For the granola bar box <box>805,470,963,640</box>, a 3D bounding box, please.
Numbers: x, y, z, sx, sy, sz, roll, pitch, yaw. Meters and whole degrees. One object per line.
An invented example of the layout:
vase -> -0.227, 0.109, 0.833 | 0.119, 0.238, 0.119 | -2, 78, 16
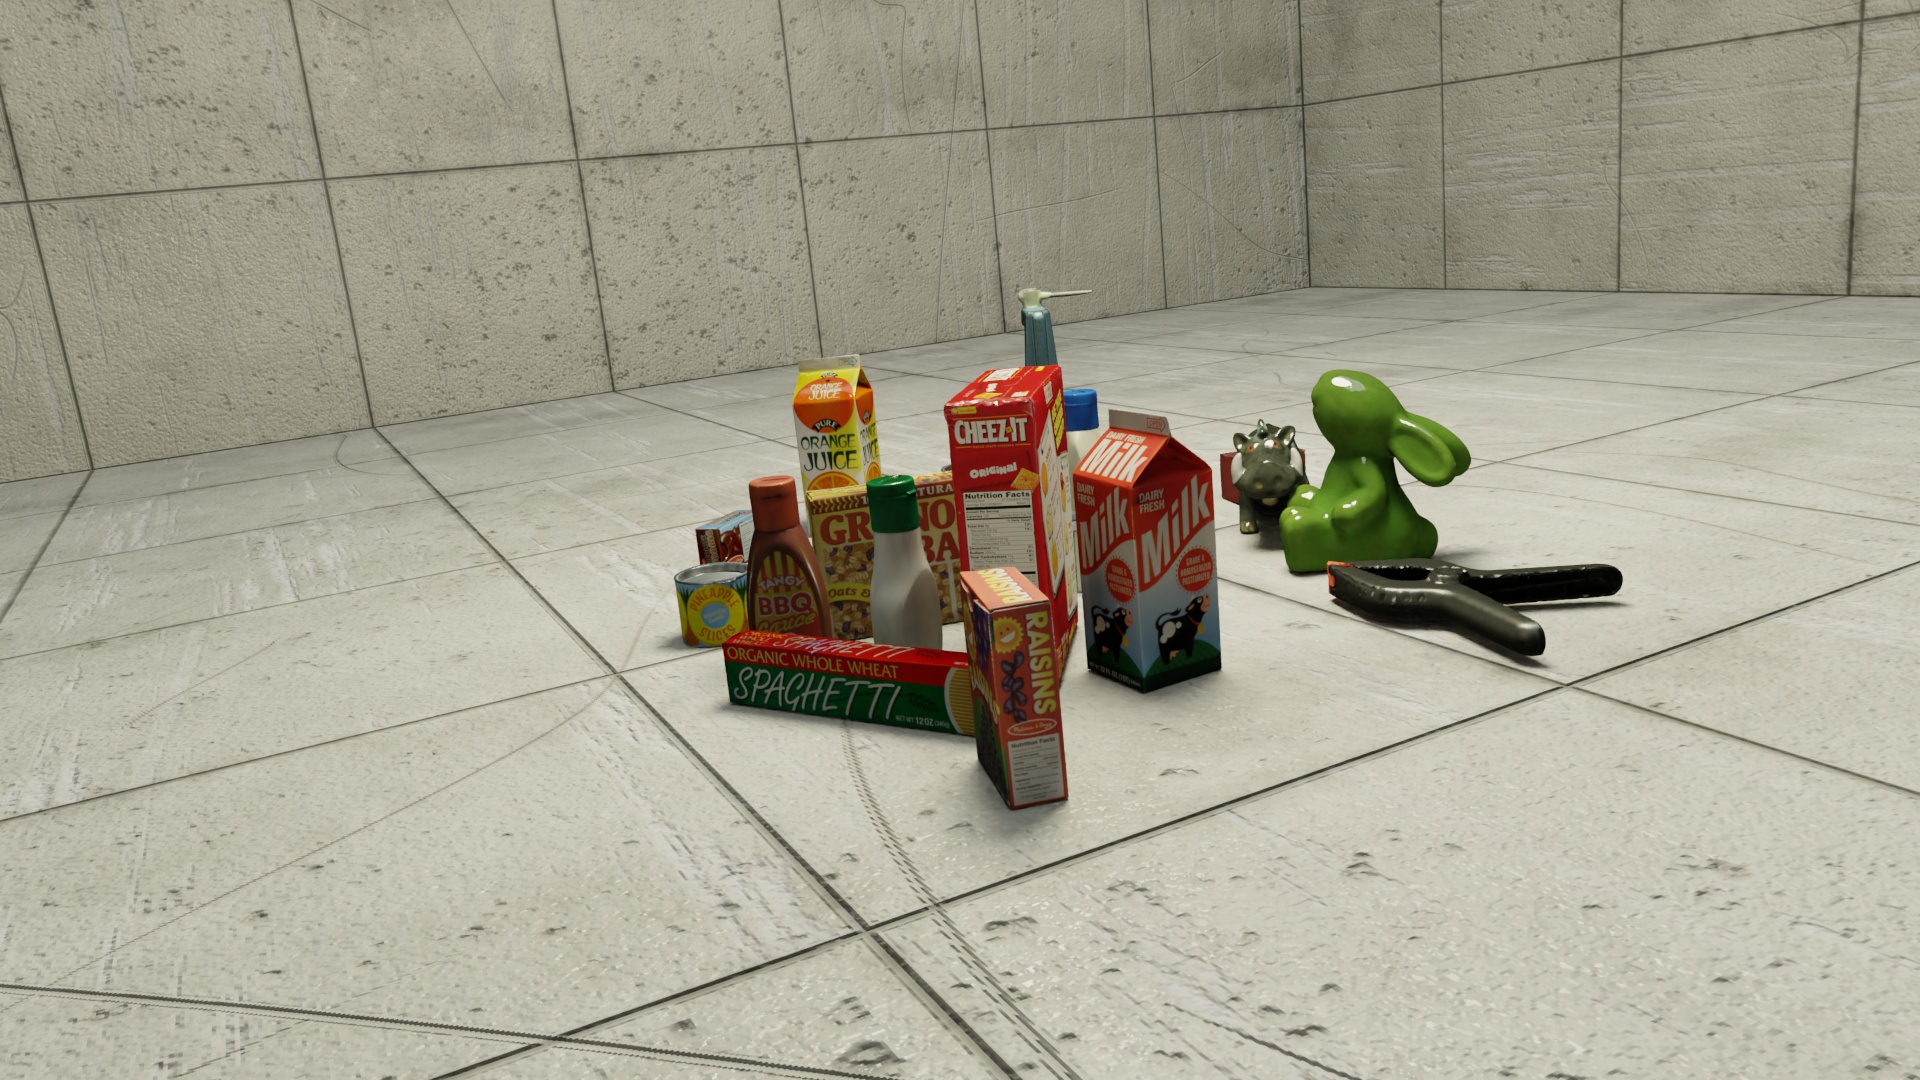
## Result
granola bar box -> -0.040, 0.010, 1.162 | 0.166, 0.124, 0.039 | -9, 14, -13

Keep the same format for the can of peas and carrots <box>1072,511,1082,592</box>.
can of peas and carrots -> 0.109, 0.009, 1.241 | 0.071, 0.058, 0.071 | -5, 14, 1

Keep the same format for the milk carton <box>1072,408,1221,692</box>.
milk carton -> 0.132, 0.003, 0.985 | 0.074, 0.190, 0.072 | -13, 15, -28

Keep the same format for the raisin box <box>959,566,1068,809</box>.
raisin box -> 0.030, 0.085, 0.831 | 0.040, 0.123, 0.086 | -8, 14, -10

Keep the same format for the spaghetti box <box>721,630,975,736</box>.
spaghetti box -> -0.062, 0.099, 0.967 | 0.250, 0.050, 0.029 | 3, 16, 31

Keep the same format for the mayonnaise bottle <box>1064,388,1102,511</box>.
mayonnaise bottle -> 0.125, -0.077, 1.396 | 0.041, 0.147, 0.065 | -10, 14, -17

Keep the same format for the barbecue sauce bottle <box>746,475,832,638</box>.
barbecue sauce bottle -> -0.139, 0.024, 1.093 | 0.065, 0.148, 0.044 | -6, 13, 0

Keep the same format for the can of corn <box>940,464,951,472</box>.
can of corn -> 0.014, -0.053, 1.532 | 0.071, 0.058, 0.071 | -5, 14, 1

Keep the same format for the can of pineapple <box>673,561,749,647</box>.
can of pineapple -> -0.208, 0.055, 1.186 | 0.071, 0.057, 0.071 | -5, 14, 1

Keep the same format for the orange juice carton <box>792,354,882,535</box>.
orange juice carton -> -0.134, -0.106, 1.524 | 0.072, 0.192, 0.073 | -3, 14, 13

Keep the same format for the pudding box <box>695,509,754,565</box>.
pudding box -> -0.238, 0.000, 1.434 | 0.030, 0.049, 0.084 | 0, 15, 22

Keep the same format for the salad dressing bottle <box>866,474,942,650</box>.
salad dressing bottle -> -0.045, 0.025, 1.054 | 0.044, 0.147, 0.064 | 3, 16, 31
